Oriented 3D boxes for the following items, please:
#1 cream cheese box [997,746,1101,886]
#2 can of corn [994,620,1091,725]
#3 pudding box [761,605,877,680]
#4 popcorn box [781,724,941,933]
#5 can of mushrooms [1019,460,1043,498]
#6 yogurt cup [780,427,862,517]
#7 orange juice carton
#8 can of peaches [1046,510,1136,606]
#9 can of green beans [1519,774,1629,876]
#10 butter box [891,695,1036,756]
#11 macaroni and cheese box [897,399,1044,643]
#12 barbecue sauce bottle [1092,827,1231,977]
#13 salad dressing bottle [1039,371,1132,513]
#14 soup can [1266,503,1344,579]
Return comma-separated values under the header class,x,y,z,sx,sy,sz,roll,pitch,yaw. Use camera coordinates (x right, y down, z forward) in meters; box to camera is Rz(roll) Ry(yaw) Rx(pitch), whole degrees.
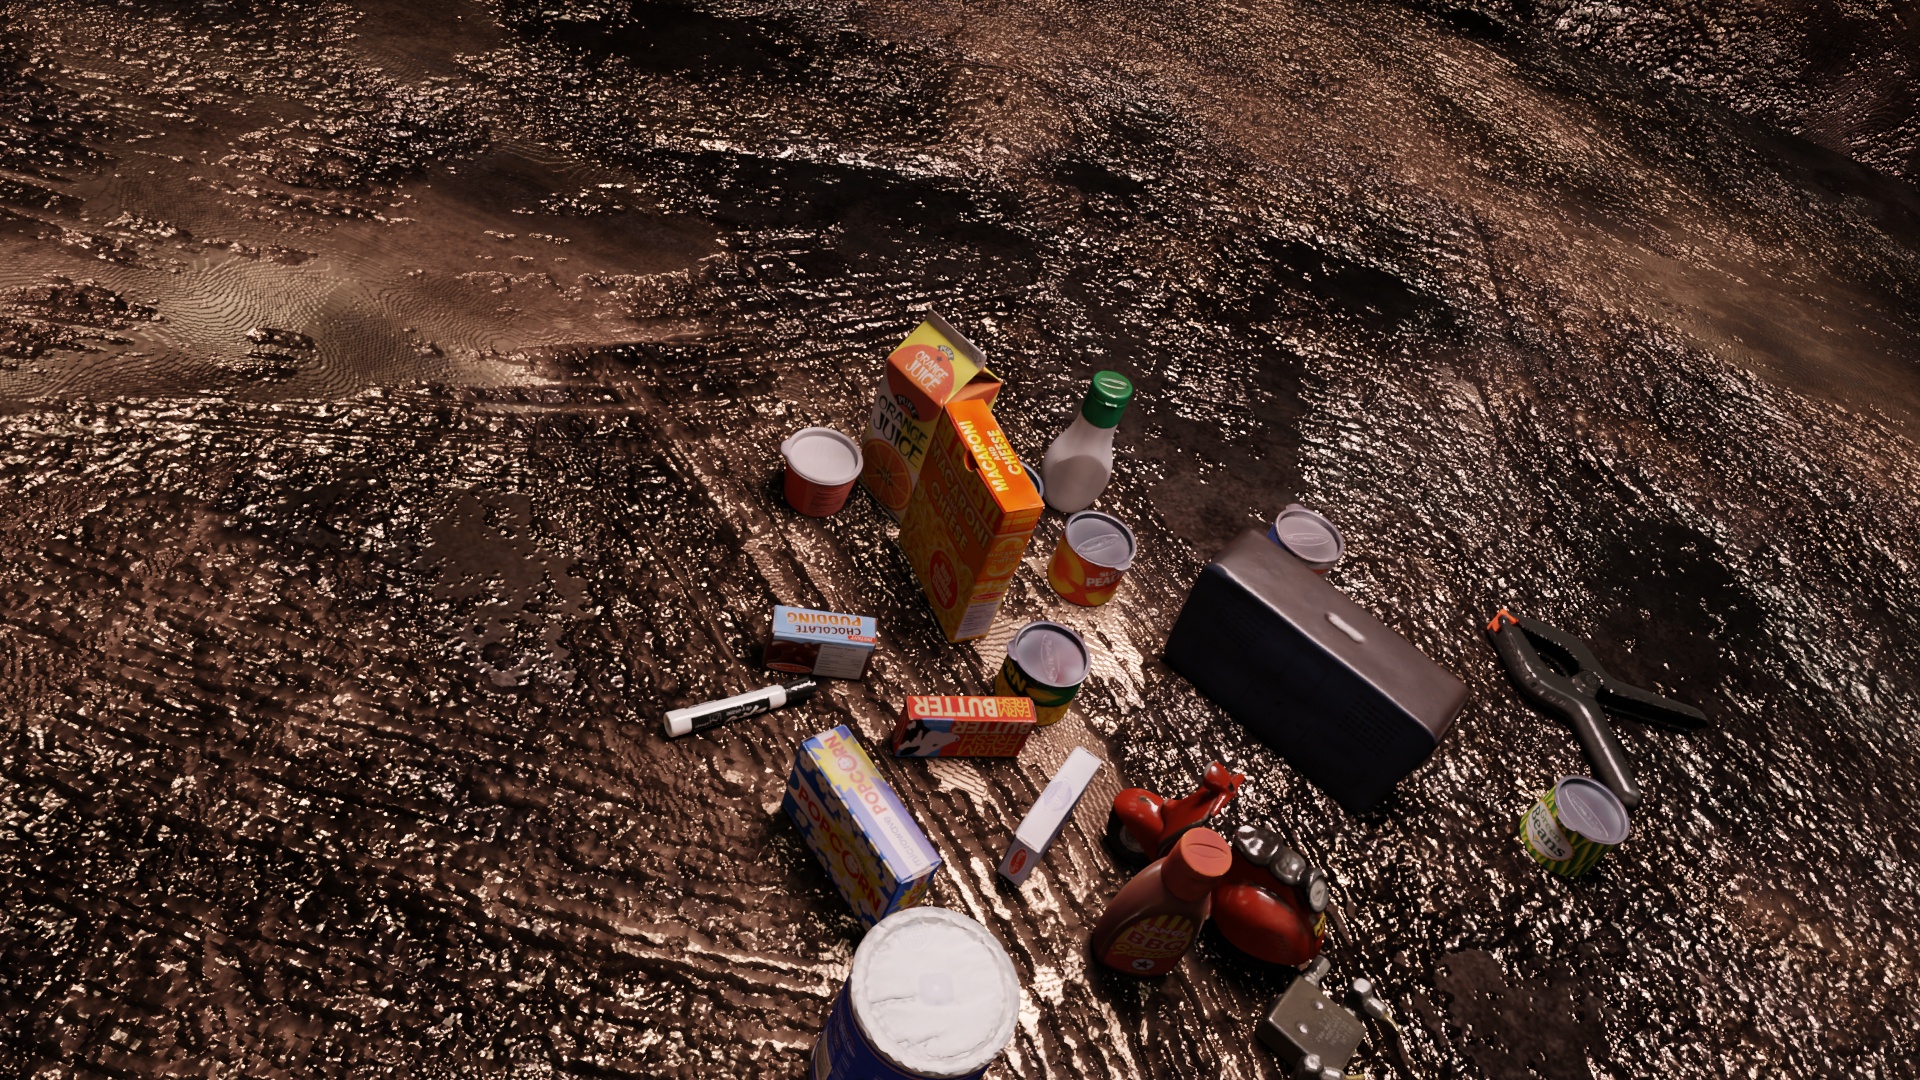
class,x,y,z,sx,sy,sz,roll,pitch,yaw
cream cheese box,0.067,0.206,1.044,0.024,0.053,0.104,33,46,12
can of corn,0.064,0.108,1.131,0.071,0.058,0.071,10,46,-11
pudding box,-0.112,0.082,1.100,0.084,0.049,0.030,8,47,-13
popcorn box,-0.072,0.205,0.975,0.038,0.084,0.127,-21,58,-34
can of mushrooms,0.039,-0.045,1.282,0.071,0.033,0.071,10,46,-11
yogurt cup,-0.124,-0.058,1.222,0.072,0.053,0.073,10,46,-11
orange juice carton,-0.026,-0.109,1.207,0.073,0.191,0.072,-27,62,-37
can of peaches,0.117,0.018,1.234,0.071,0.057,0.071,10,46,-11
can of green beans,0.516,0.240,1.169,0.071,0.057,0.071,10,46,-11
butter box,0.002,0.145,1.079,0.104,0.052,0.024,3,48,-17
macaroni and cheese box,0.004,-0.014,1.149,0.040,0.165,0.124,-9,52,-26
barbecue sauce bottle,0.143,0.251,0.963,0.065,0.147,0.044,12,46,-9
salad dressing bottle,0.117,-0.089,1.272,0.064,0.146,0.044,11,46,-10
soup can,0.304,0.019,1.282,0.071,0.083,0.072,10,46,-11
